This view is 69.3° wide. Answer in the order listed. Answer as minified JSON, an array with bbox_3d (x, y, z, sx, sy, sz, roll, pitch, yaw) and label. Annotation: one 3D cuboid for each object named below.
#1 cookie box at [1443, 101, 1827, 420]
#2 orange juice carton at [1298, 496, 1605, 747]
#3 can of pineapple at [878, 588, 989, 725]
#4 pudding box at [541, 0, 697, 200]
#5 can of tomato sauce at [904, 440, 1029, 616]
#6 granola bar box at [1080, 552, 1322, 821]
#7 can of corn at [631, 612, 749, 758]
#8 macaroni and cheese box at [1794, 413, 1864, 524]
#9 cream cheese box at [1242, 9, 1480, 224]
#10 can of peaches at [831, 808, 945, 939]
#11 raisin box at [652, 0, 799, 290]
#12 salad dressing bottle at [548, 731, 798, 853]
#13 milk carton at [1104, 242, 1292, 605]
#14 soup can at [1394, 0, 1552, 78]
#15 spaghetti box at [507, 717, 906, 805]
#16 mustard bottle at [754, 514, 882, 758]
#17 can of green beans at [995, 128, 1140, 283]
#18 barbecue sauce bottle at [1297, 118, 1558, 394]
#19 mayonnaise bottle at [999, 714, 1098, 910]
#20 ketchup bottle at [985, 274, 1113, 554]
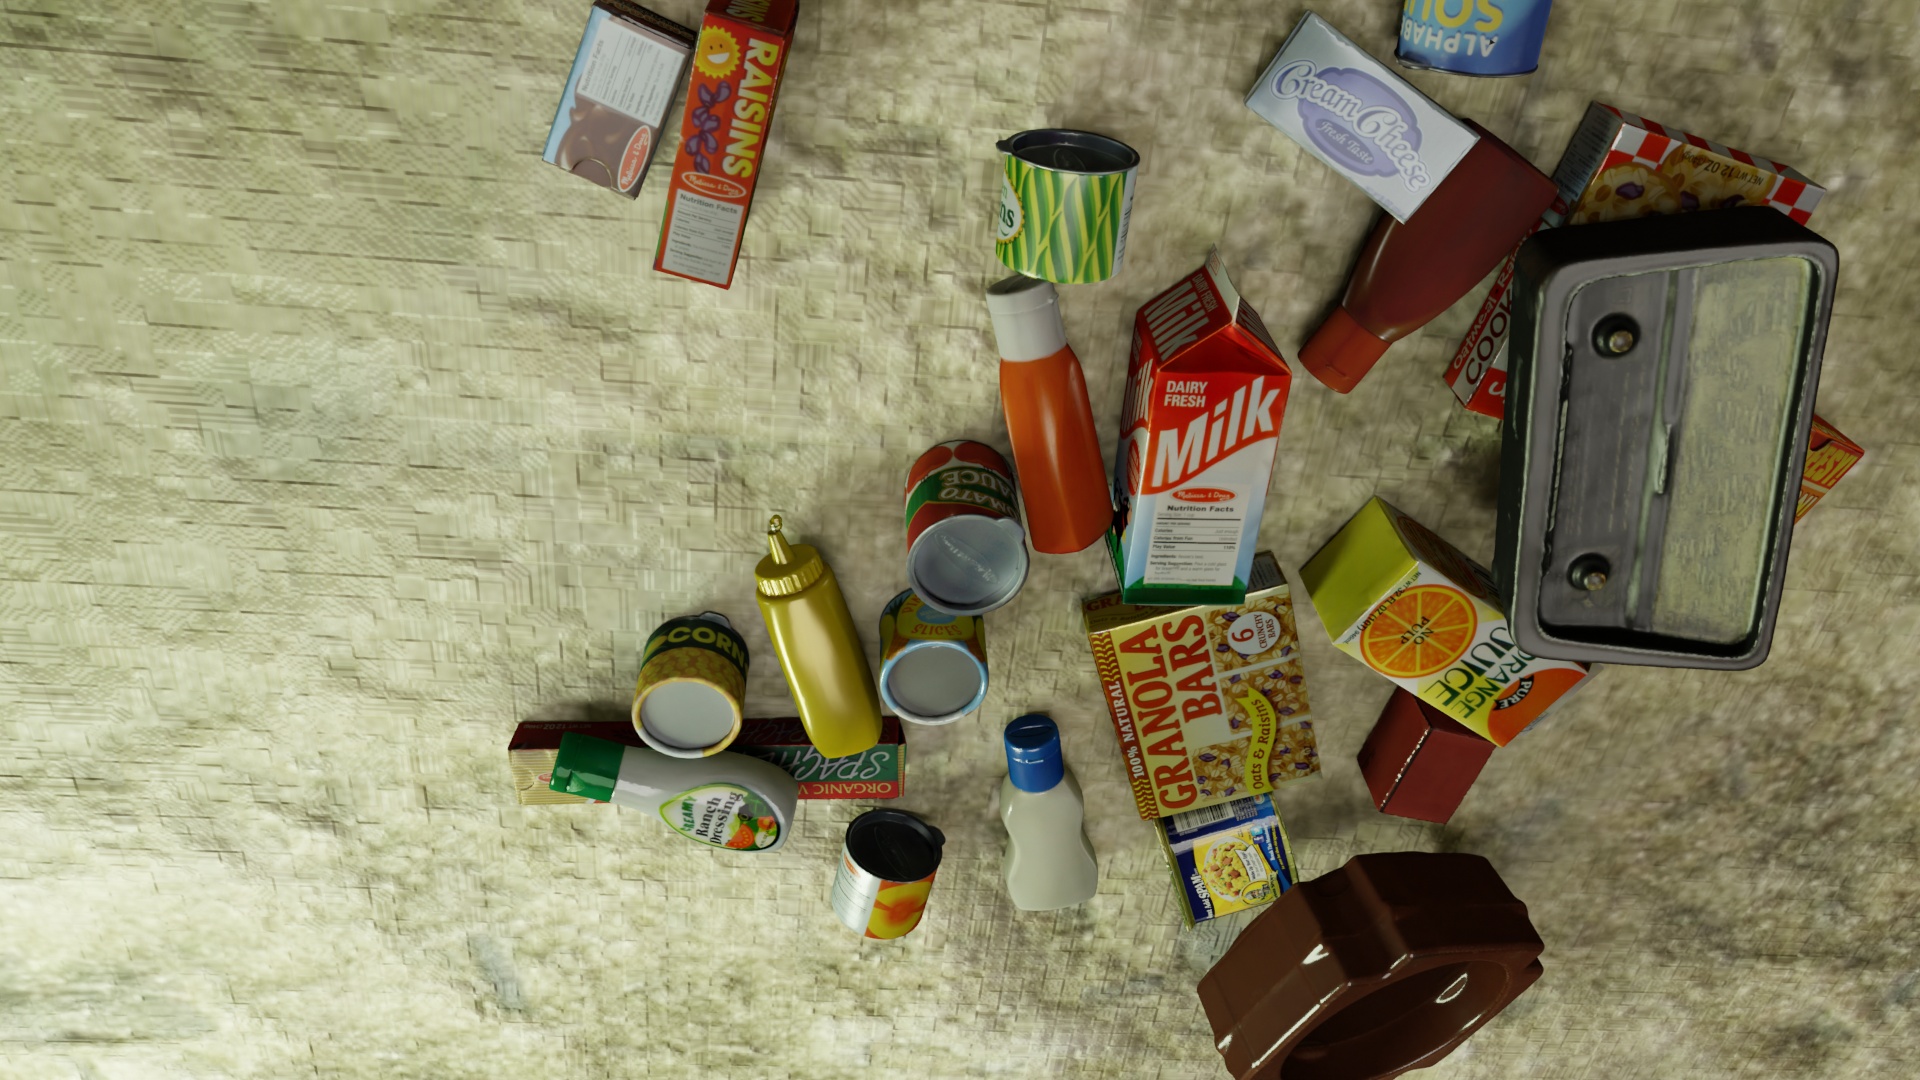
[{"bbox_3d":[0.358,-0.134,0.750,0.123,0.040,0.166,13,121,-12],"label":"cookie box"},{"bbox_3d":[0.308,0.060,0.852,0.192,0.073,0.071,30,116,-21],"label":"orange juice carton"},{"bbox_3d":[-0.017,0.068,0.843,0.071,0.058,0.070,-2,123,-3],"label":"can of pineapple"},{"bbox_3d":[-0.165,-0.214,0.669,0.050,0.030,0.083,20,119,-17],"label":"pudding box"},{"bbox_3d":[0.003,-0.010,0.780,0.071,0.083,0.070,-2,123,-3],"label":"can of tomato sauce"},{"bbox_3d":[0.156,0.096,0.885,0.124,0.039,0.164,-15,123,5],"label":"granola bar box"},{"bbox_3d":[-0.163,0.088,0.846,0.071,0.058,0.070,-2,123,-3],"label":"can of corn"},{"bbox_3d":[0.429,-0.010,0.813,0.124,0.040,0.165,12,124,-36],"label":"macaroni and cheese box"},{"bbox_3d":[0.196,-0.208,0.683,0.104,0.024,0.053,36,116,-3],"label":"cream cheese box"},{"bbox_3d":[-0.049,0.225,0.938,0.071,0.071,0.057,10,121,-10],"label":"can of peaches"},{"bbox_3d":[-0.109,-0.193,0.653,0.040,0.086,0.122,13,121,-10],"label":"raisin box"},{"bbox_3d":[-0.177,0.153,0.860,0.148,0.044,0.064,16,120,-13],"label":"salad dressing bottle"},{"bbox_3d":[0.130,-0.061,0.763,0.073,0.073,0.189,1,124,-5],"label":"milk carton"},{"bbox_3d":[0.240,-0.264,0.642,0.071,0.072,0.083,0,122,-4],"label":"soup can"},{"bbox_3d":[-0.160,0.143,0.899,0.250,0.029,0.050,0,123,-4],"label":"spaghetti box"},{"bbox_3d":[-0.089,0.053,0.828,0.049,0.065,0.159,-17,117,1],"label":"mustard bottle"},{"bbox_3d":[0.052,-0.167,0.692,0.071,0.071,0.057,3,123,-6],"label":"can of green beans"},{"bbox_3d":[0.239,-0.144,0.733,0.065,0.044,0.148,34,116,-7],"label":"barbecue sauce bottle"},{"bbox_3d":[0.056,0.184,0.934,0.065,0.041,0.147,-9,122,0],"label":"mayonnaise bottle"},{"bbox_3d":[0.048,-0.070,0.759,0.043,0.065,0.148,-2,117,26],"label":"ketchup bottle"}]
